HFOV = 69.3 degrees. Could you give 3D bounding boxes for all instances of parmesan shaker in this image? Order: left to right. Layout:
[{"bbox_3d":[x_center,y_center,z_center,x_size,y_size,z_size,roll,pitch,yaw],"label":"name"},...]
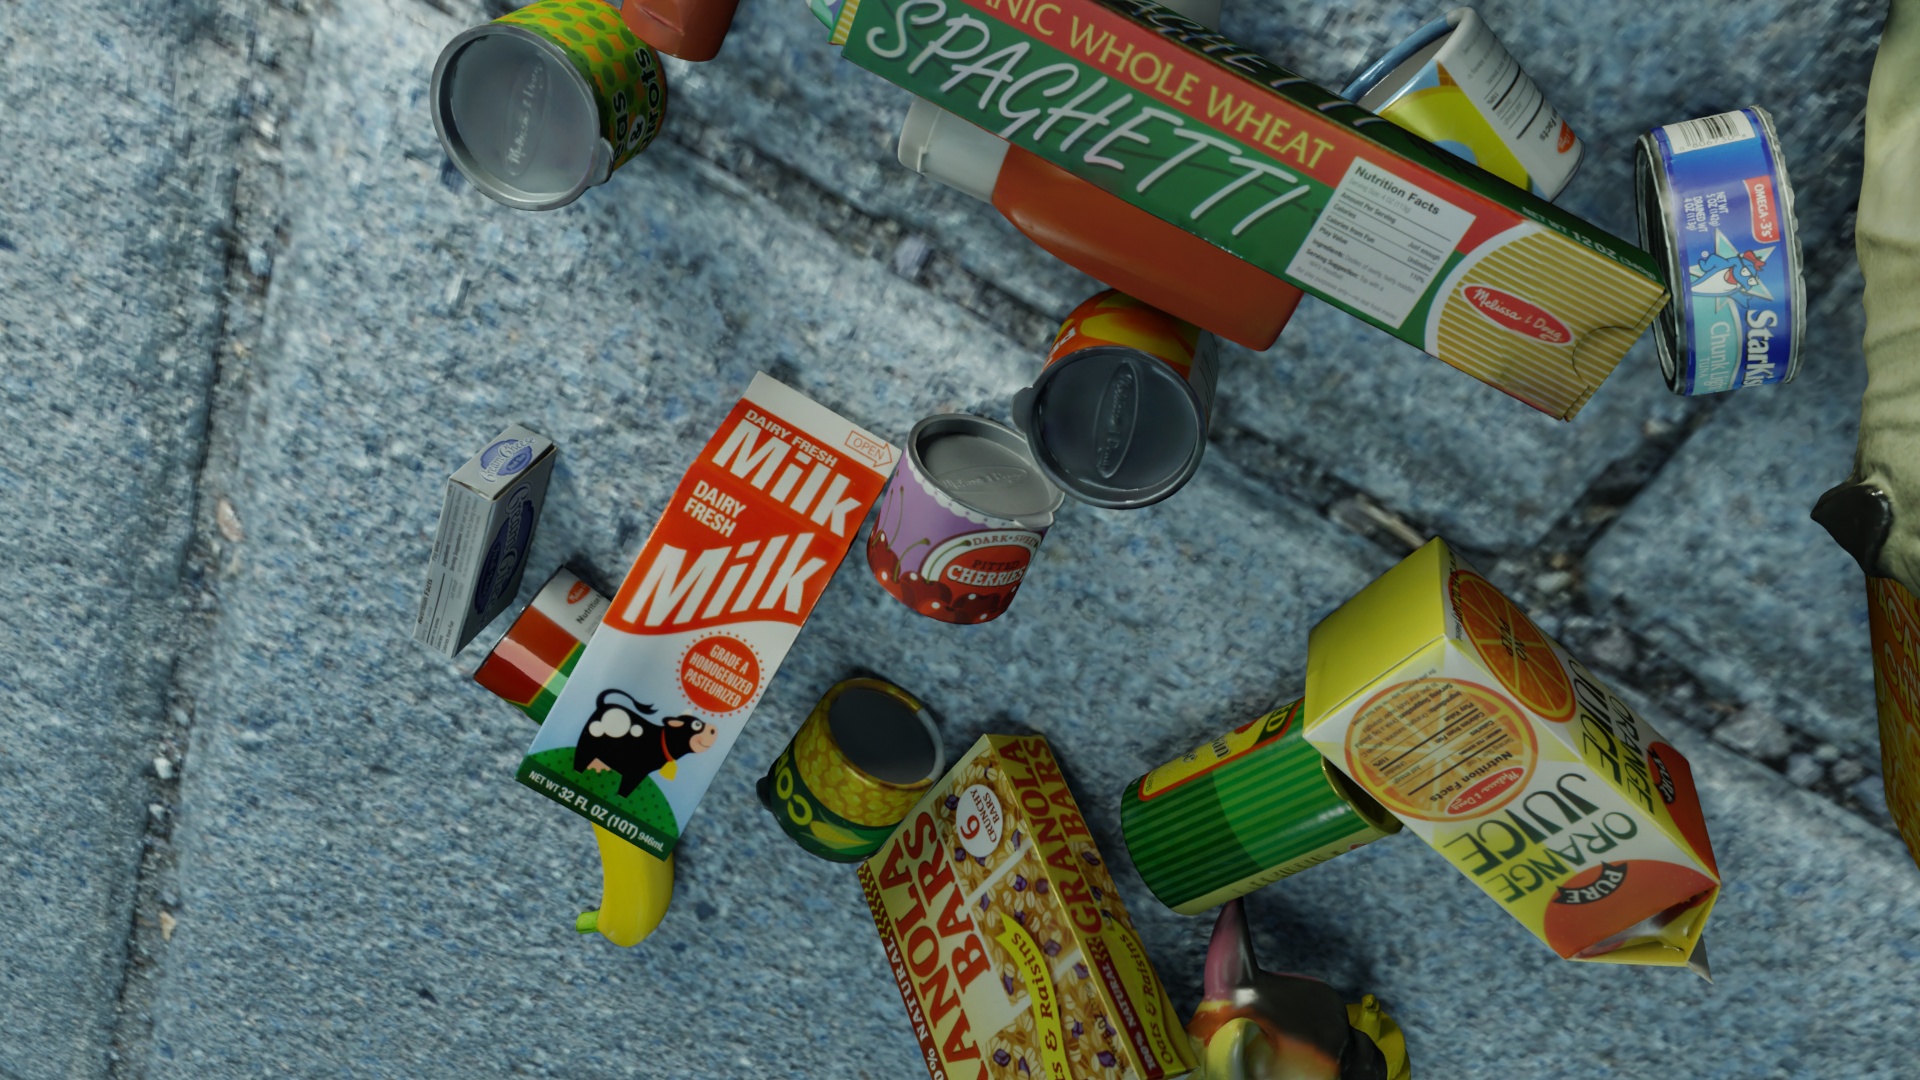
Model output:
[{"bbox_3d":[0.127,0.113,0.596,0.102,0.072,0.071,-33,108,31],"label":"parmesan shaker"}]

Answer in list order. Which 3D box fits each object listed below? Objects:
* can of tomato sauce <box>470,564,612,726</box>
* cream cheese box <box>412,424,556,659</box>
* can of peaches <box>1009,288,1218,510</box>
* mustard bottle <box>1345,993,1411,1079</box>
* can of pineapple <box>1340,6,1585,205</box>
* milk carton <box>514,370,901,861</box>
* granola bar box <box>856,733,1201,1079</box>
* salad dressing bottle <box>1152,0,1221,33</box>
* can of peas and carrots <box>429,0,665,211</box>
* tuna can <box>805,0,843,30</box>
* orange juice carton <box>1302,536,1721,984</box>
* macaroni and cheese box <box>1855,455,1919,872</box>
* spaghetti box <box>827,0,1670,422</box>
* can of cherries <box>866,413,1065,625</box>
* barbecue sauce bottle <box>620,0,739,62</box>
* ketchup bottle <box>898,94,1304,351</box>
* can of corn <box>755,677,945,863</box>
[{"bbox_3d":[-0.176,0.063,0.655,0.083,0.071,0.071,38,123,-10],"label":"can of tomato sauce"},{"bbox_3d":[-0.219,0.002,0.637,0.024,0.054,0.103,28,124,0],"label":"cream cheese box"},{"bbox_3d":[0.059,-0.055,0.519,0.071,0.058,0.071,8,123,12],"label":"can of peaches"},{"bbox_3d":[0.195,0.279,0.692,0.065,0.049,0.159,11,123,14],"label":"mustard bottle"},{"bbox_3d":[0.151,-0.125,0.444,0.058,0.071,0.070,45,122,-13],"label":"can of pineapple"},{"bbox_3d":[-0.101,0.028,0.583,0.072,0.073,0.190,30,94,-4],"label":"milk carton"},{"bbox_3d":[0.023,0.190,0.627,0.039,0.166,0.123,7,135,-39],"label":"granola bar box"},{"bbox_3d":[0.049,-0.210,0.429,0.064,0.044,0.147,-18,116,-26],"label":"salad dressing bottle"},{"bbox_3d":[-0.148,-0.162,0.512,0.071,0.059,0.070,7,123,11],"label":"can of peas and carrots"},{"bbox_3d":[-0.014,-0.181,0.457,0.071,0.071,0.032,28,126,-2],"label":"tuna can"},{"bbox_3d":[0.231,0.096,0.554,0.192,0.072,0.072,40,123,-10],"label":"orange juice carton"},{"bbox_3d":[0.347,0.065,0.470,0.040,0.124,0.166,-13,116,21],"label":"macaroni and cheese box"},{"bbox_3d":[0.083,-0.114,0.410,0.250,0.029,0.050,27,126,-1],"label":"spaghetti box"},{"bbox_3d":[0.002,-0.007,0.557,0.071,0.072,0.058,25,125,0],"label":"can of cherries"},{"bbox_3d":[-0.071,-0.232,0.456,0.065,0.044,0.147,30,125,-4],"label":"barbecue sauce bottle"},{"bbox_3d":[0.052,-0.119,0.486,0.149,0.044,0.064,24,153,4],"label":"ketchup bottle"},{"bbox_3d":[-0.050,0.105,0.643,0.071,0.071,0.058,33,123,-5],"label":"can of corn"}]
